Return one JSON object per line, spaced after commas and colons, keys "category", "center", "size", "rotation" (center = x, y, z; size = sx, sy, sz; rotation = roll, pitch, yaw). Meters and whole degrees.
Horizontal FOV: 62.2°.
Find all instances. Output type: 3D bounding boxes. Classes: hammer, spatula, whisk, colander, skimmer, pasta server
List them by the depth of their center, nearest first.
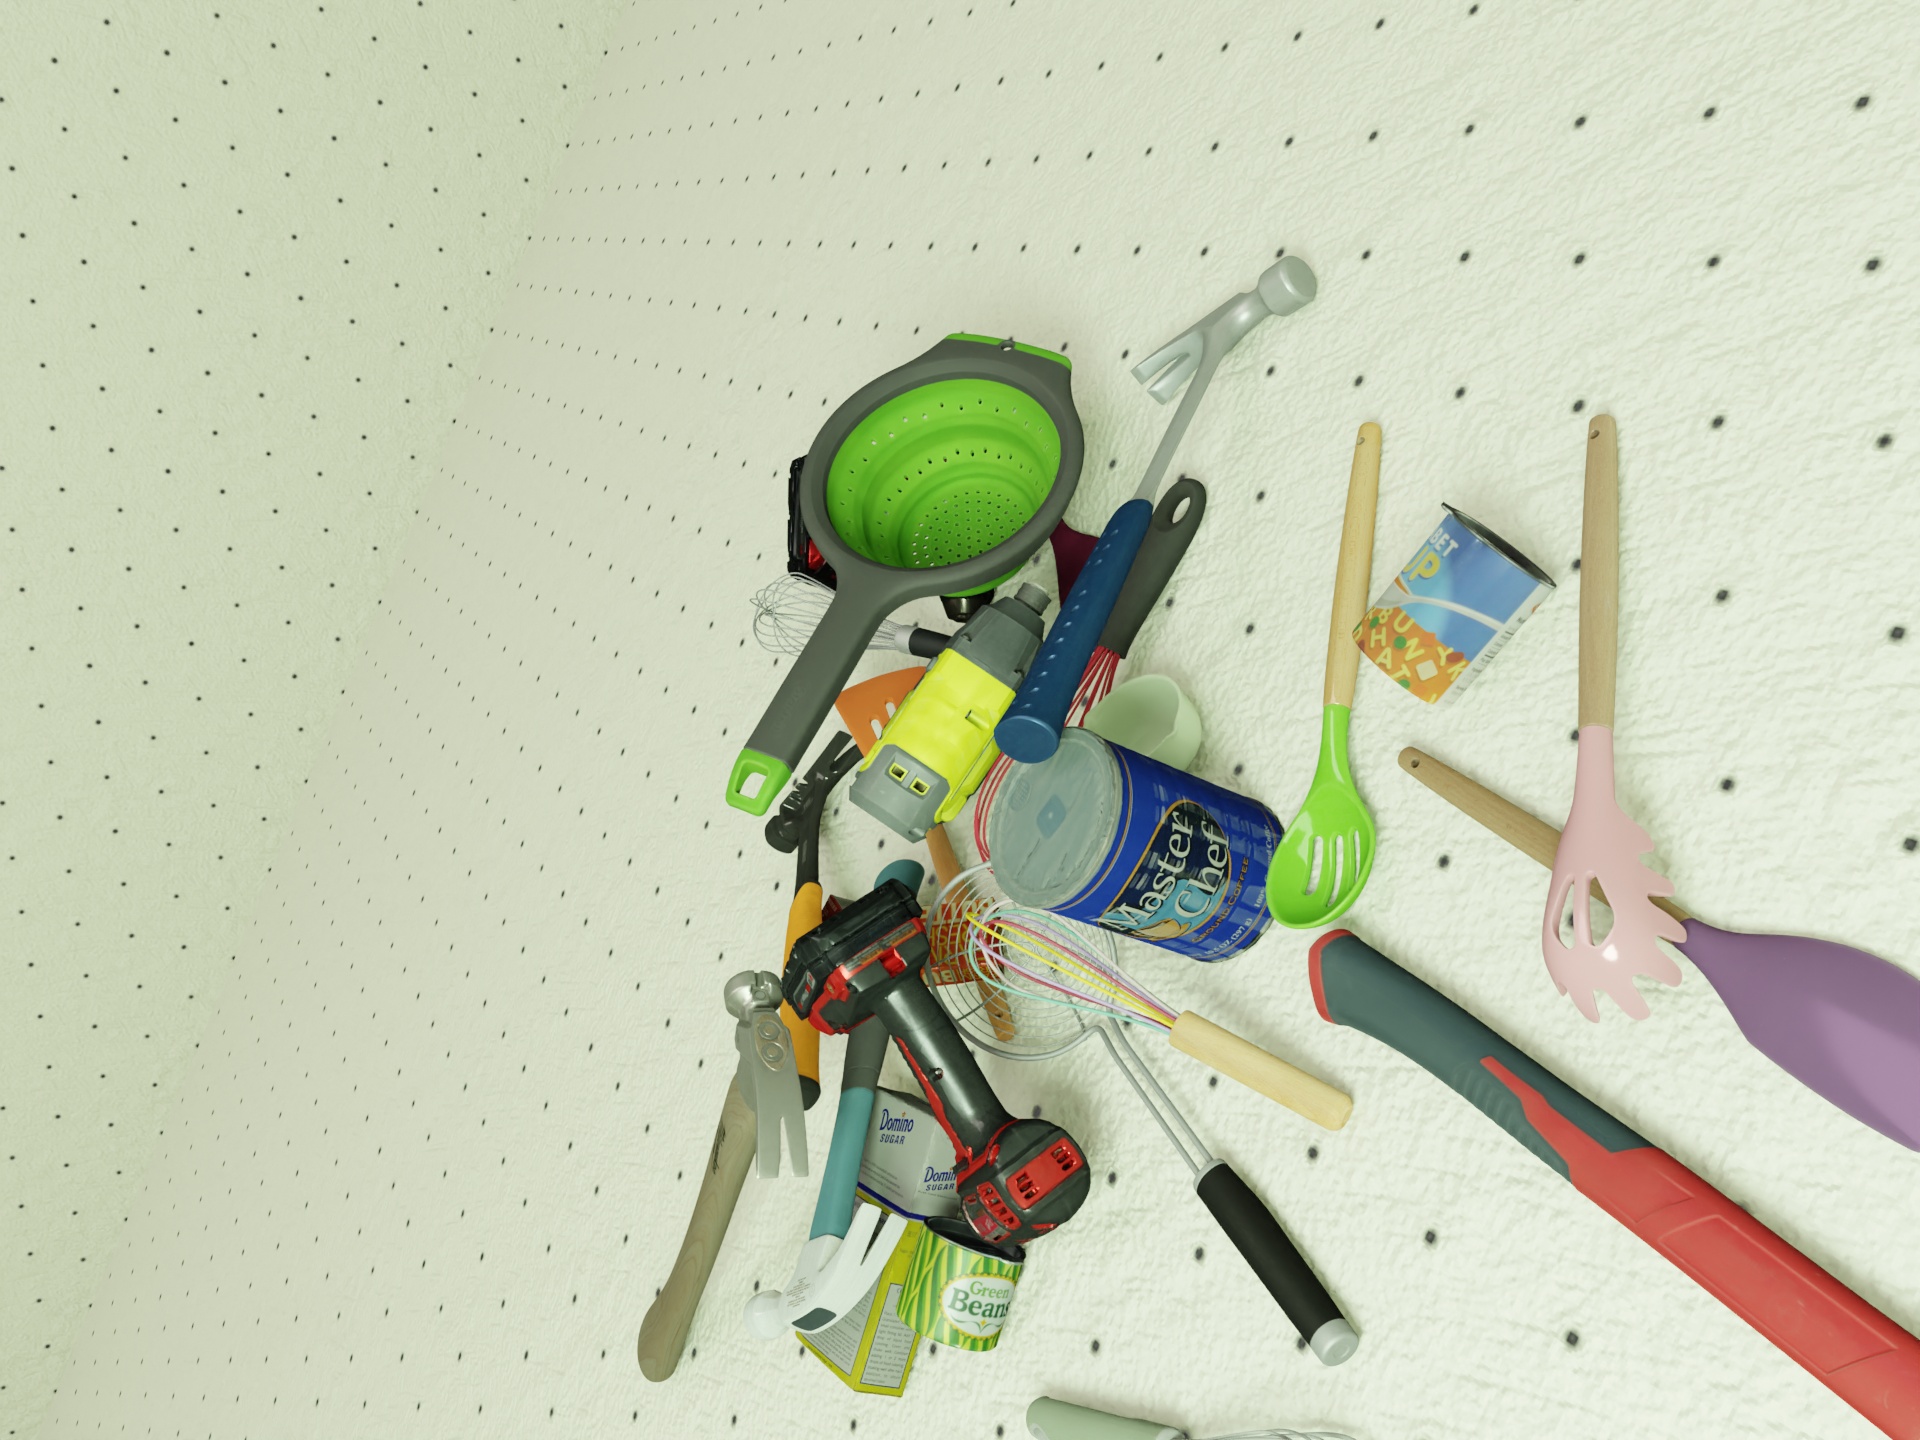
{"category": "hammer", "center": [0.288, 0.178, 0.677], "size": [0.143, 0.038, 0.387], "rotation": [-62, 34, 8]}
{"category": "spatula", "center": [0.308, 0.081, 0.720], "size": [0.060, 0.018, 0.316], "rotation": [-58, 36, 7]}
{"category": "pasta server", "center": [0.305, -0.014, 0.753], "size": [0.060, 0.040, 0.316], "rotation": [-16, 51, 43]}
{"category": "whisk", "center": [0.113, 0.375, 0.813], "size": [0.246, 0.057, 0.059], "rotation": [-18, 24, 53]}
{"category": "whisk", "center": [0.099, 0.159, 0.871], "size": [0.245, 0.047, 0.051], "rotation": [25, 62, 31]}
{"category": "skimmer", "center": [0.088, 0.210, 0.891], "size": [0.127, 0.090, 0.364], "rotation": [-60, 35, 15]}
{"category": "hammer", "center": [0.108, -0.133, 0.975], "size": [0.144, 0.035, 0.406], "rotation": [-26, 28, 49]}
{"category": "whisk", "center": [0.089, -0.029, 1.055], "size": [0.073, 0.073, 0.296], "rotation": [24, 86, 56]}
{"category": "hammer", "center": [-0.068, 0.240, 1.071], "size": [0.128, 0.033, 0.331], "rotation": [-34, 34, 43]}
{"category": "hammer", "center": [-0.175, 0.359, 1.108], "size": [0.146, 0.038, 0.410], "rotation": [-108, 30, -45]}
{"category": "colander", "center": [-0.041, -0.090, 1.108], "size": [0.205, 0.094, 0.397], "rotation": [19, 67, 25]}
{"category": "spatula", "center": [-0.015, 0.090, 1.144], "size": [0.081, 0.041, 0.323], "rotation": [-18, 48, -4]}
{"category": "hammer", "center": [-0.112, 0.148, 1.189], "size": [0.127, 0.034, 0.337], "rotation": [-50, 24, 28]}
{"category": "whisk", "center": [-0.063, -0.069, 1.247], "size": [0.285, 0.070, 0.070], "rotation": [14, 84, 39]}

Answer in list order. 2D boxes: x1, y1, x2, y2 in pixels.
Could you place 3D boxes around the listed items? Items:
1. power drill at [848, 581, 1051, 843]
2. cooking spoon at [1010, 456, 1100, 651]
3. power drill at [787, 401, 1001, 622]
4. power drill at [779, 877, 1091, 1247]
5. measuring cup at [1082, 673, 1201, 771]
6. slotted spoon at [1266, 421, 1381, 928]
{"category": "power drill", "center": [-0.002, -0.003, 1.039], "size": [0.171, 0.080, 0.223], "rotation": [-56, -1, -4]}
{"category": "cooking spoon", "center": [0.062, -0.163, 1.200], "size": [0.068, 0.017, 0.319], "rotation": [-52, 37, 27]}
{"category": "power drill", "center": [-0.047, -0.159, 1.294], "size": [0.227, 0.080, 0.188], "rotation": [-11, 76, 49]}
{"category": "power drill", "center": [-0.014, 0.216, 0.958], "size": [0.220, 0.078, 0.143], "rotation": [53, 156, 14]}
{"category": "measuring cup", "center": [0.093, 0.049, 0.986], "size": [0.083, 0.038, 0.168], "rotation": [10, 64, 53]}
{"category": "slotted spoon", "center": [0.218, -0.031, 0.902], "size": [0.070, 0.031, 0.314], "rotation": [-13, 60, 50]}
